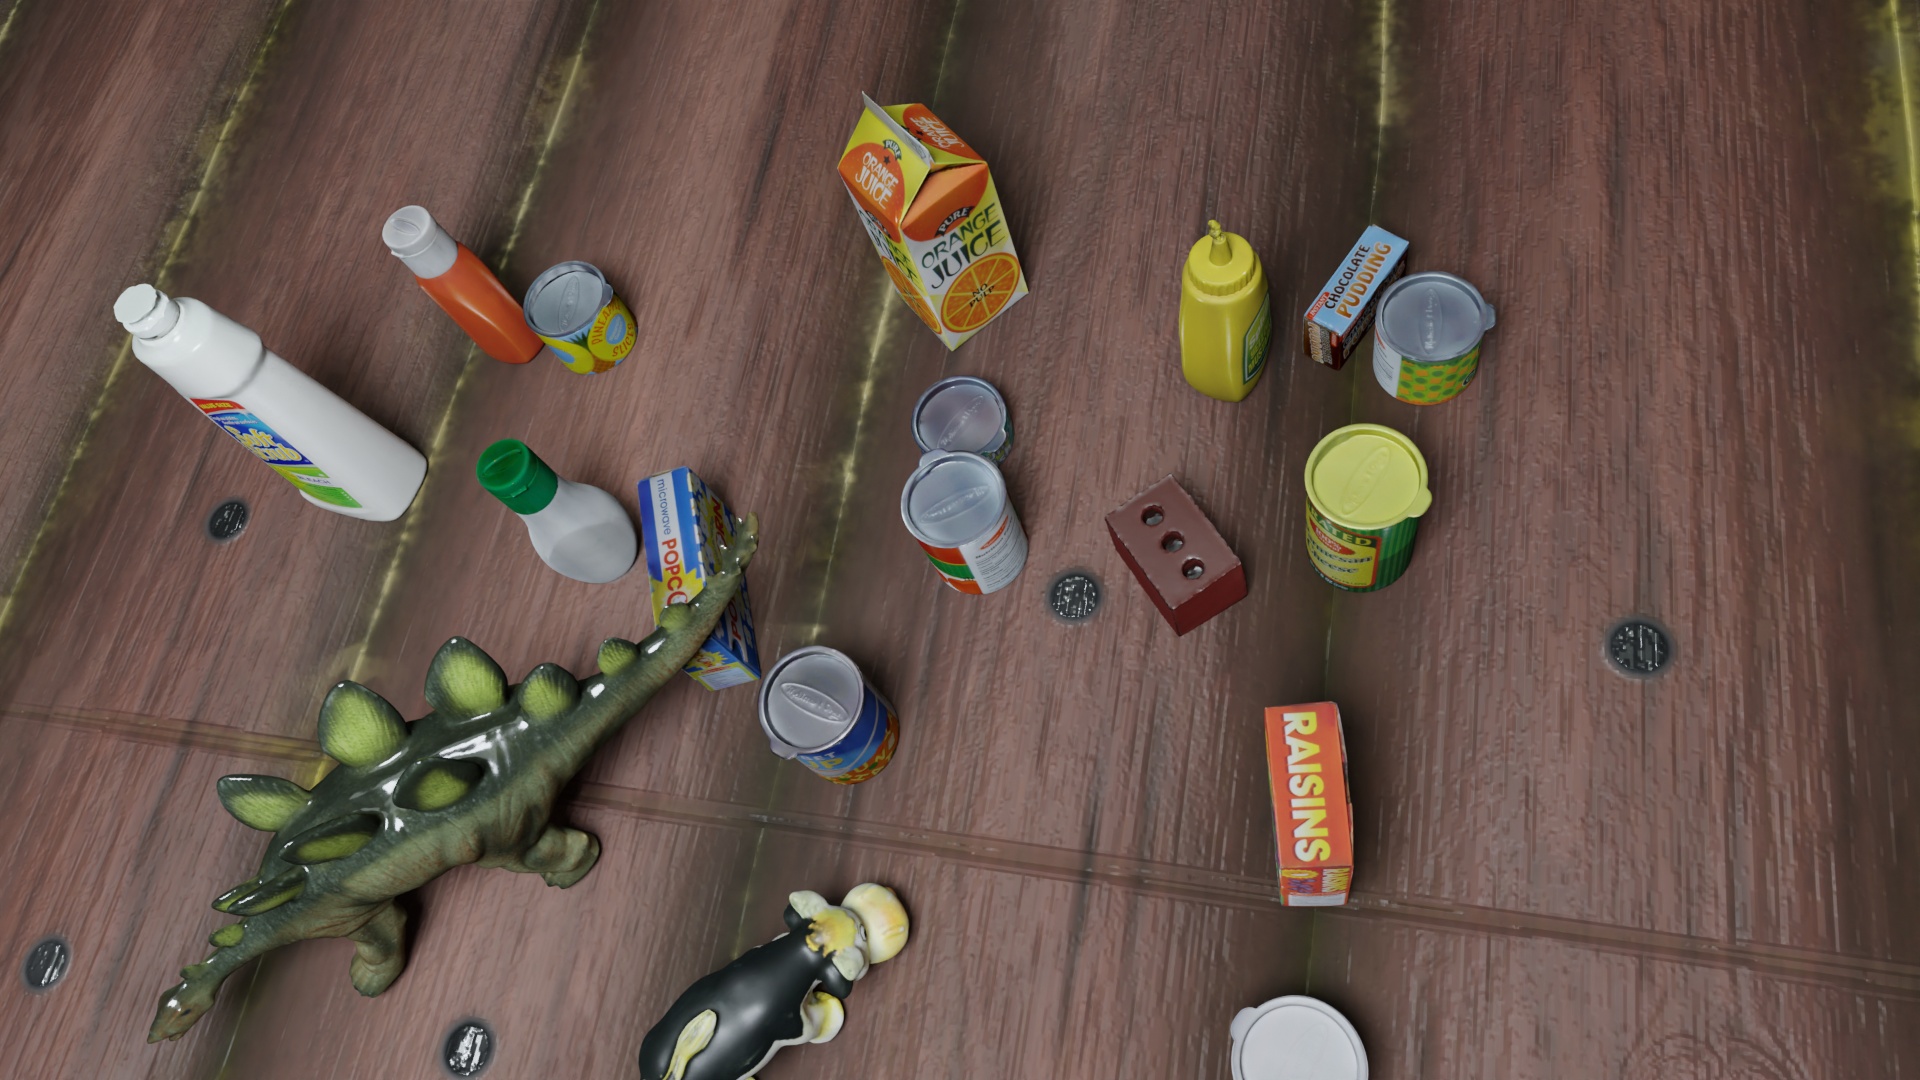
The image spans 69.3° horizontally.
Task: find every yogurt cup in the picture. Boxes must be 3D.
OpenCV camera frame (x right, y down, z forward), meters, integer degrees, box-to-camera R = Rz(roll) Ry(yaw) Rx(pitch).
[{"bbox_3d":[0.178,0.277,0.730,0.072,0.053,0.072,-5,65,11],"label":"yogurt cup"}]

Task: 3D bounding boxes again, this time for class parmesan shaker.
[{"bbox_3d":[0.240,-0.015,0.820,0.071,0.102,0.071,-5,65,12],"label":"parmesan shaker"}]

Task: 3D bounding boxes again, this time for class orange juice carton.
[{"bbox_3d":[-0.019,-0.216,0.924,0.073,0.192,0.072,-38,63,-5],"label":"orange juice carton"}]

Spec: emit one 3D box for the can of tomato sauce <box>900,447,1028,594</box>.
[{"bbox_3d":[0.003,-0.011,0.887,0.071,0.083,0.071,-5,65,12],"label":"can of tomato sauce"}]

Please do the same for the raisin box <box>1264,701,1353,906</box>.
[{"bbox_3d":[0.188,0.145,0.749,0.040,0.123,0.086,-5,66,12],"label":"raisin box"}]

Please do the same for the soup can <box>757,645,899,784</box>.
[{"bbox_3d":[-0.081,0.111,0.852,0.071,0.083,0.071,-5,65,12],"label":"soup can"}]

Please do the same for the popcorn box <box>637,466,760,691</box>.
[{"bbox_3d":[-0.171,0.026,0.912,0.038,0.085,0.127,-17,64,6],"label":"popcorn box"}]

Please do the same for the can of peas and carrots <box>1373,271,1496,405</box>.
[{"bbox_3d":[0.299,-0.128,0.882,0.071,0.058,0.071,-5,65,11],"label":"can of peas and carrots"}]

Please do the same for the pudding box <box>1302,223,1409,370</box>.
[{"bbox_3d":[0.259,-0.159,0.911,0.030,0.049,0.084,33,77,24],"label":"pudding box"}]

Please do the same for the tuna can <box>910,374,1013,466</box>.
[{"bbox_3d":[0.004,-0.075,0.944,0.071,0.032,0.071,-5,65,11],"label":"tuna can"}]

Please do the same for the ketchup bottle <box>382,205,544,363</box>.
[{"bbox_3d":[-0.365,-0.186,1.019,0.065,0.148,0.043,23,74,22],"label":"ketchup bottle"}]

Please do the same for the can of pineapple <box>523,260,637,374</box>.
[{"bbox_3d":[-0.282,-0.166,1.041,0.071,0.057,0.071,-5,65,11],"label":"can of pineapple"}]

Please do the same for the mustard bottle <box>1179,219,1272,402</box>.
[{"bbox_3d":[0.165,-0.147,0.866,0.049,0.159,0.065,21,73,21],"label":"mustard bottle"}]

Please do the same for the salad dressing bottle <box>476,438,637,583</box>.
[{"bbox_3d":[-0.265,-0.019,0.920,0.064,0.147,0.044,-31,63,-1],"label":"salad dressing bottle"}]
